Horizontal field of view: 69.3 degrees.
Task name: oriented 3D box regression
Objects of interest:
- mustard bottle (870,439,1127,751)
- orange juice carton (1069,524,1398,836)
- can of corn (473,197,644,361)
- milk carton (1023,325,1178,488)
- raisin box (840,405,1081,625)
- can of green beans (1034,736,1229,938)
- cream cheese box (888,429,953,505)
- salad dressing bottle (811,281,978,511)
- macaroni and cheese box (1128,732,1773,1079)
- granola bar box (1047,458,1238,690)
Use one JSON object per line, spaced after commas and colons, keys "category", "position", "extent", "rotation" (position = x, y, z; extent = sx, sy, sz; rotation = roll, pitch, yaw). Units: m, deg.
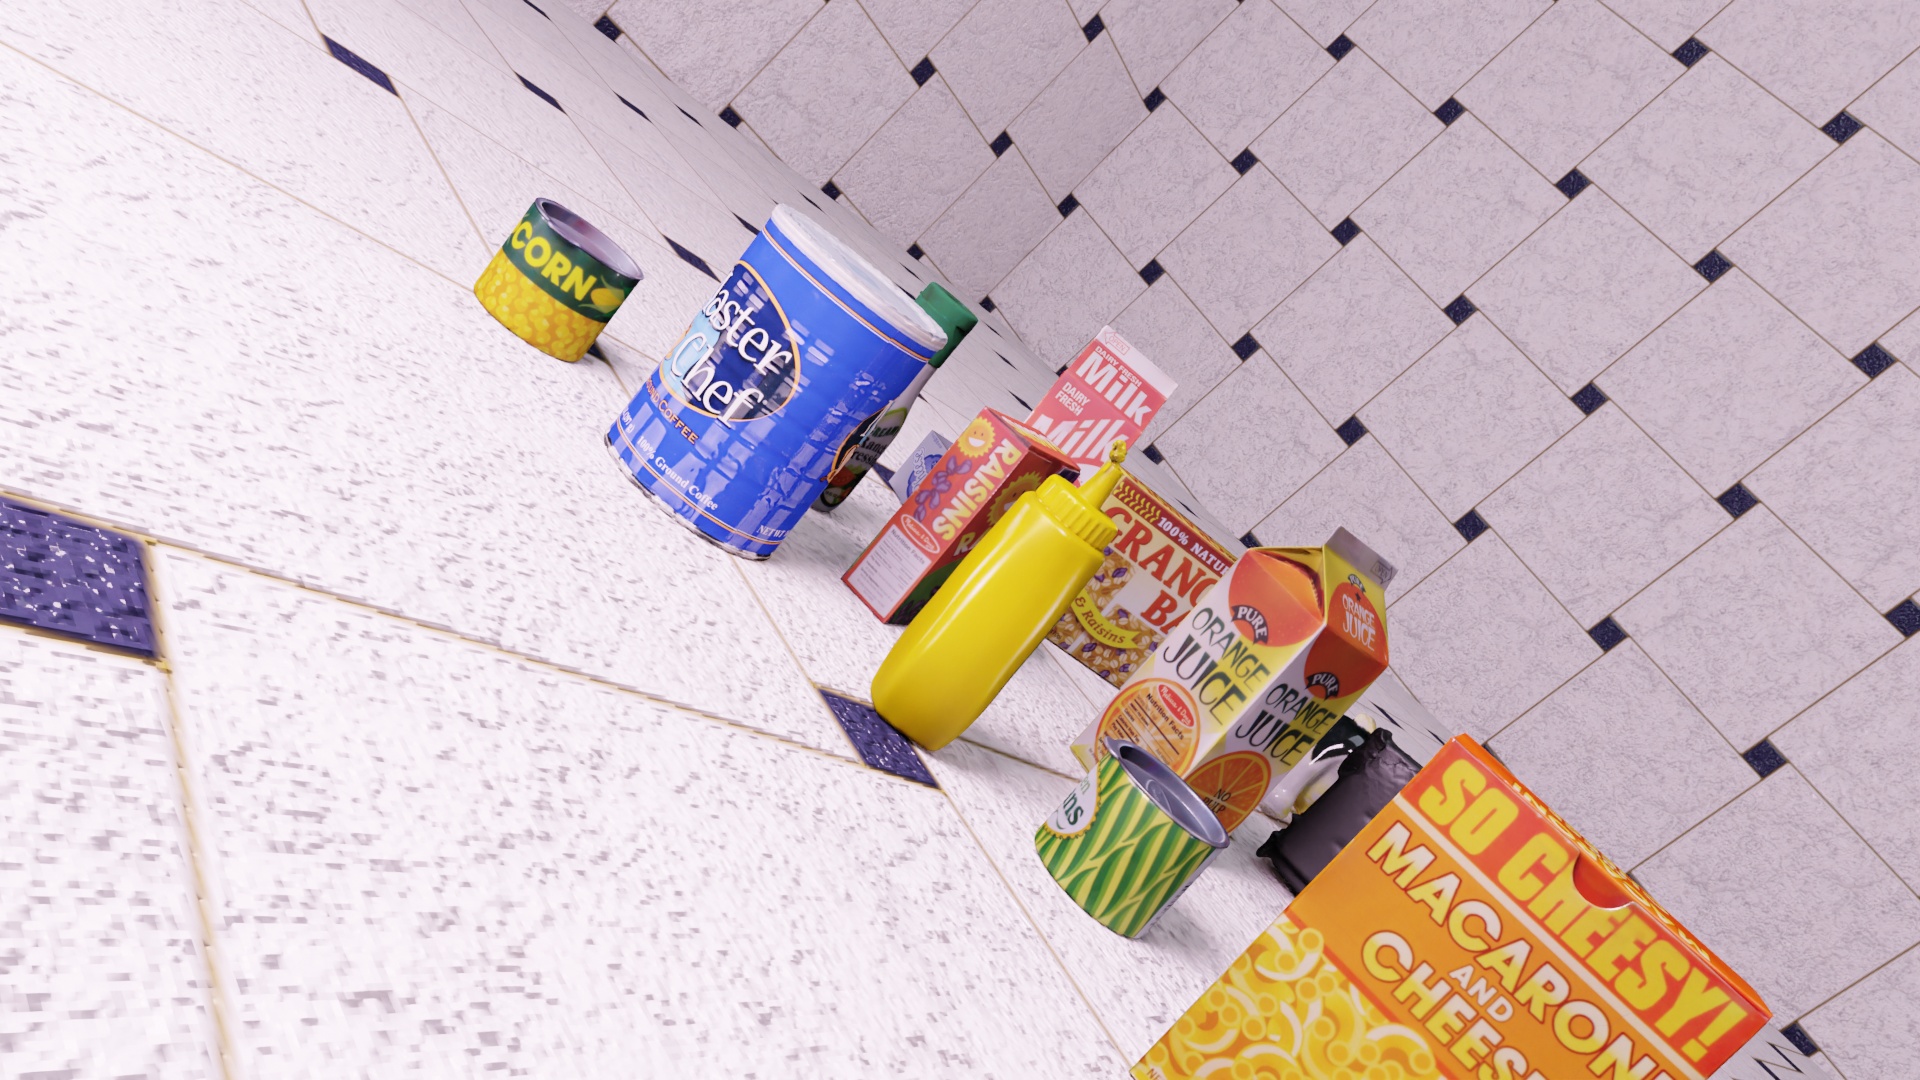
{"category": "mustard bottle", "position": [0.024, 0.020, 0.618], "extent": [0.049, 0.160, 0.065], "rotation": [39, 11, -9]}
{"category": "orange juice carton", "position": [0.157, 0.076, 0.754], "extent": [0.071, 0.192, 0.073], "rotation": [31, 14, -41]}
{"category": "can of corn", "position": [-0.210, -0.135, 0.722], "extent": [0.071, 0.058, 0.071], "rotation": [38, 11, -9]}
{"category": "milk carton", "position": [0.073, -0.063, 1.025], "extent": [0.072, 0.190, 0.073], "rotation": [40, 11, 0]}
{"category": "raisin box", "position": [0.003, -0.010, 0.760], "extent": [0.040, 0.123, 0.086], "rotation": [44, 11, 21]}
{"category": "can of green beans", "position": [0.075, 0.132, 0.615], "extent": [0.071, 0.057, 0.071], "rotation": [38, 11, -9]}
{"category": "cream cheese box", "position": [-0.014, -0.033, 0.979], "extent": [0.024, 0.053, 0.104], "rotation": [34, 13, -31]}
{"category": "salad dressing bottle", "position": [-0.050, -0.085, 0.821], "extent": [0.044, 0.147, 0.064], "rotation": [45, 11, 23]}
{"category": "macaroni and cheese box", "position": [0.159, 0.167, 0.469], "extent": [0.124, 0.166, 0.040], "rotation": [44, 11, 21]}
{"category": "granola bar box", "position": [0.129, 0.040, 0.980], "extent": [0.165, 0.124, 0.039], "rotation": [36, 11, -22]}
